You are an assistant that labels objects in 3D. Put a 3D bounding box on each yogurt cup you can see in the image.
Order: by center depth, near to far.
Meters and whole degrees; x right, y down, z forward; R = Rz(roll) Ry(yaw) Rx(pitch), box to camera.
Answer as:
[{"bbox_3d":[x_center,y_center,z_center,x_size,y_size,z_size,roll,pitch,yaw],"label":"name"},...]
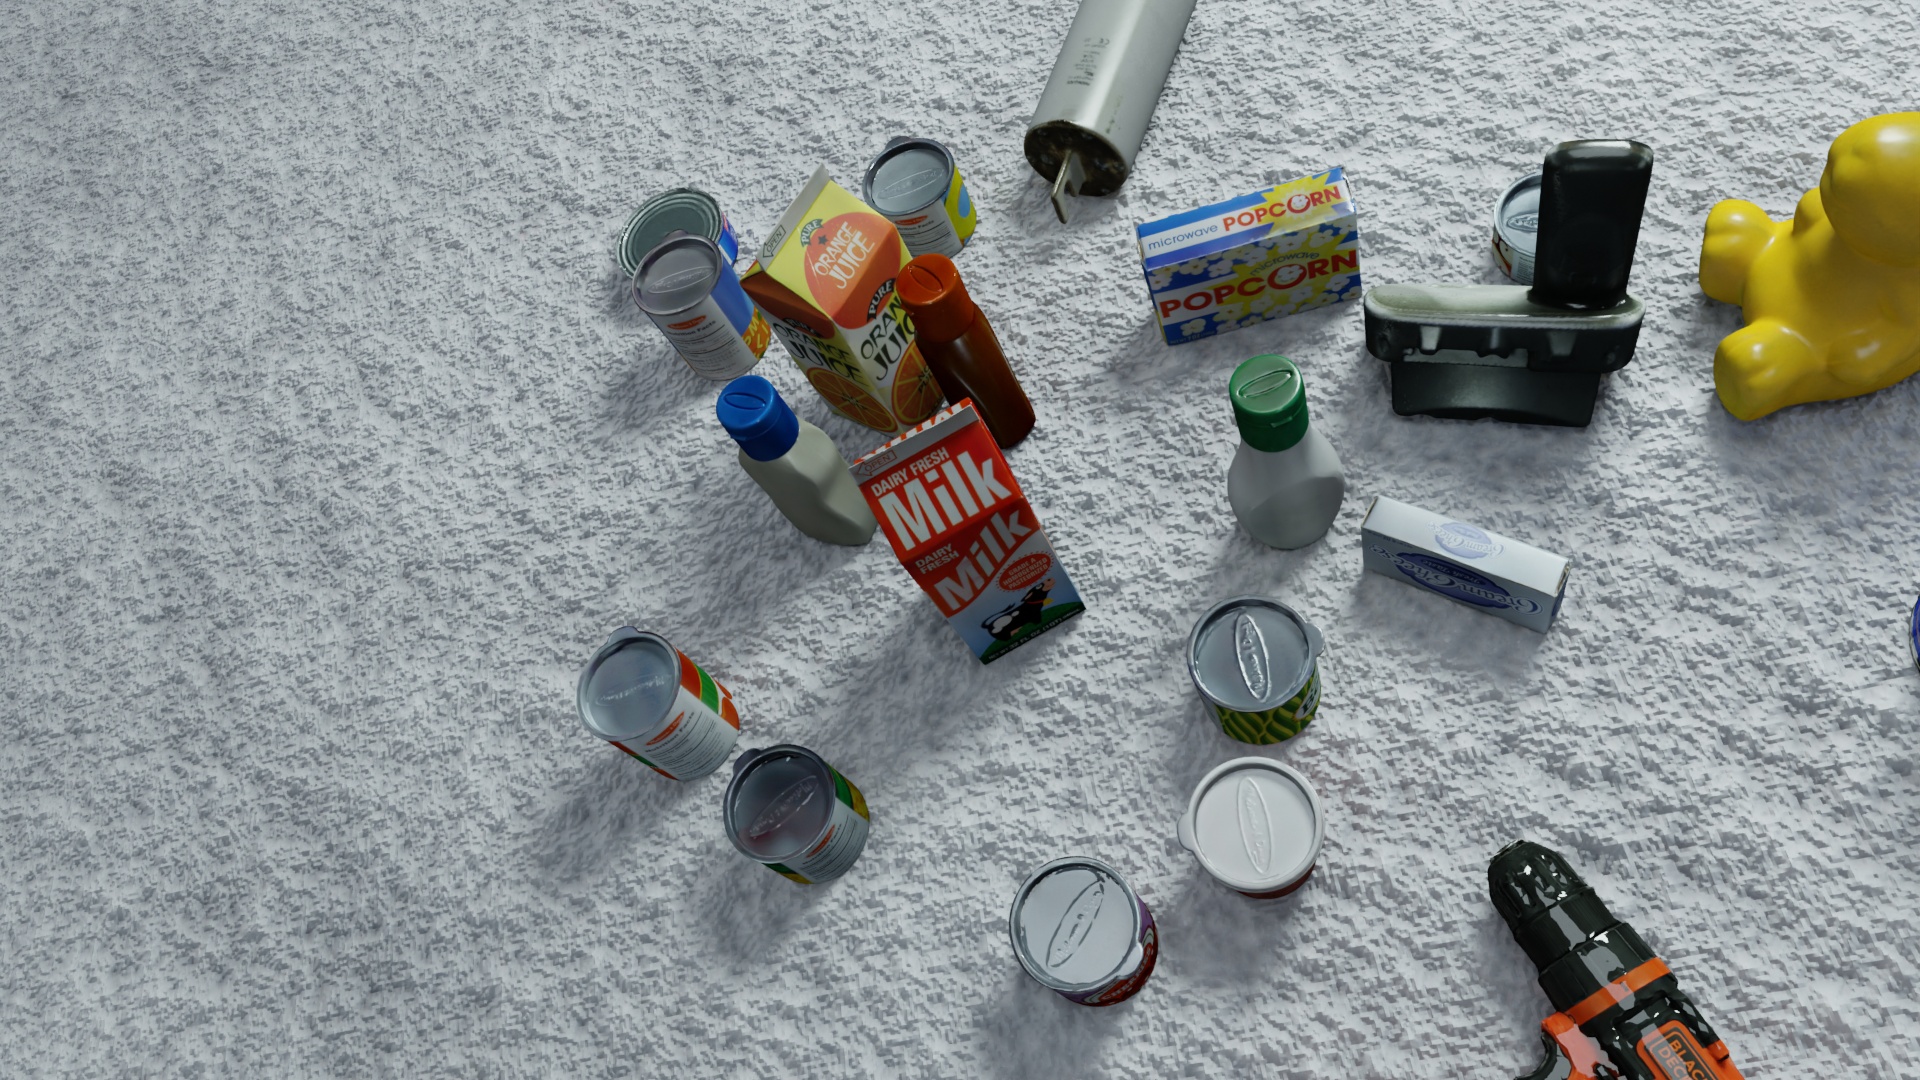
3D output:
[{"bbox_3d":[0.152,0.150,0.705,0.072,0.053,0.072,-8,62,15],"label":"yogurt cup"}]

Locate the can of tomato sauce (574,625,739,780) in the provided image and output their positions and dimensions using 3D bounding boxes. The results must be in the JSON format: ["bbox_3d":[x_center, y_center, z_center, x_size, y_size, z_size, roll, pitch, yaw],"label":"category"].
[{"bbox_3d":[-0.178,0.098,0.823,0.071,0.083,0.071,-8,62,15],"label":"can of tomato sauce"}]

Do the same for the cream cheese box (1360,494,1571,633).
[{"bbox_3d":[0.267,0.012,0.739,0.104,0.053,0.024,22,73,27],"label":"cream cheese box"}]

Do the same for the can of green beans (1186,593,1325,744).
[{"bbox_3d":[0.158,0.070,0.742,0.071,0.057,0.071,-8,62,15],"label":"can of green beans"}]

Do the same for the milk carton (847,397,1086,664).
[{"bbox_3d":[0.003,-0.009,0.756,0.072,0.190,0.074,-29,59,3],"label":"milk carton"}]

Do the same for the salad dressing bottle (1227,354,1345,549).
[{"bbox_3d":[0.171,-0.046,0.745,0.064,0.147,0.044,-22,60,7],"label":"salad dressing bottle"}]

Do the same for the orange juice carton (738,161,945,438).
[{"bbox_3d":[-0.068,-0.142,0.847,0.073,0.192,0.072,24,74,27],"label":"orange juice carton"}]

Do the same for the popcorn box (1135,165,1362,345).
[{"bbox_3d":[0.176,-0.170,0.843,0.126,0.085,0.038,-14,61,11],"label":"popcorn box"}]

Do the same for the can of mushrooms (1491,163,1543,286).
[{"bbox_3d":[0.351,-0.187,0.825,0.071,0.033,0.071,-8,62,15],"label":"can of mushrooms"}]

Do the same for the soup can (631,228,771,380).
[{"bbox_3d":[-0.176,-0.161,0.955,0.071,0.083,0.071,-8,62,15],"label":"soup can"}]

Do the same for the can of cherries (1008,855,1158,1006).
[{"bbox_3d":[0.065,0.201,0.705,0.071,0.058,0.072,-8,62,15],"label":"can of cherries"}]

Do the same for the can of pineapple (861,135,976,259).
[{"bbox_3d":[-0.027,-0.235,0.960,0.071,0.057,0.071,-8,62,15],"label":"can of pineapple"}]

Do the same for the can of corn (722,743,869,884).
[{"bbox_3d":[-0.092,0.153,0.781,0.071,0.058,0.071,-8,62,15],"label":"can of corn"}]

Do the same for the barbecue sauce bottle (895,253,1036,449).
[{"bbox_3d":[0.001,-0.113,0.835,0.044,0.148,0.065,-43,59,-6],"label":"barbecue sauce bottle"}]

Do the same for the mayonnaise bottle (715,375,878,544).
[{"bbox_3d":[-0.098,-0.046,0.833,0.065,0.147,0.041,12,69,23],"label":"mayonnaise bottle"}]
